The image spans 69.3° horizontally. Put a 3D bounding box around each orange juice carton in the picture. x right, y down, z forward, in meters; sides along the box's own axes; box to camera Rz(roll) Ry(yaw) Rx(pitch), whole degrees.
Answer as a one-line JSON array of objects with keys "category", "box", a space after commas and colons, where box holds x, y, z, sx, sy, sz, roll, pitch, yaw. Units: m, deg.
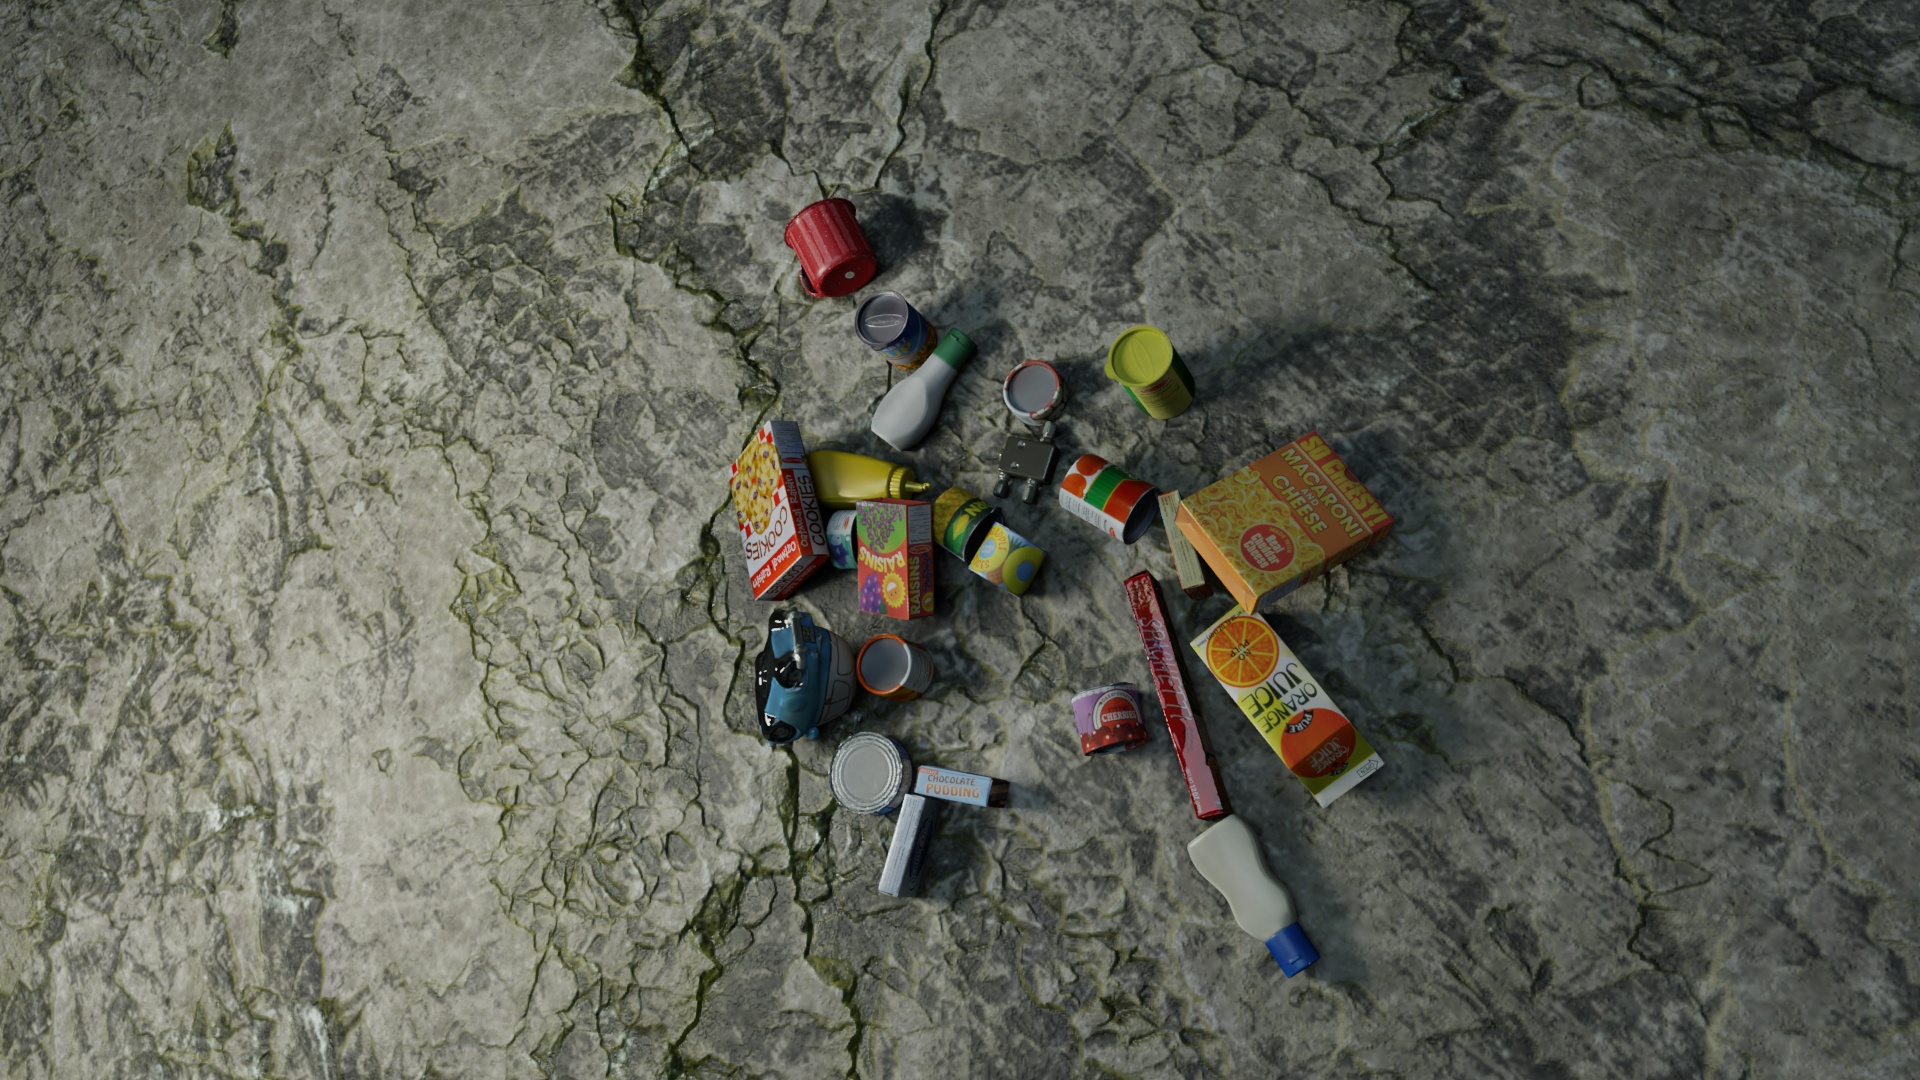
[{"category": "orange juice carton", "box": [0.307, 0.154, 1.306, 0.072, 0.073, 0.193, -40, 65, 8]}]

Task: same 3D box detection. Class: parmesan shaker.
[{"category": "parmesan shaker", "box": [0.195, -0.170, 1.425, 0.071, 0.103, 0.071, -6, 74, 21]}]

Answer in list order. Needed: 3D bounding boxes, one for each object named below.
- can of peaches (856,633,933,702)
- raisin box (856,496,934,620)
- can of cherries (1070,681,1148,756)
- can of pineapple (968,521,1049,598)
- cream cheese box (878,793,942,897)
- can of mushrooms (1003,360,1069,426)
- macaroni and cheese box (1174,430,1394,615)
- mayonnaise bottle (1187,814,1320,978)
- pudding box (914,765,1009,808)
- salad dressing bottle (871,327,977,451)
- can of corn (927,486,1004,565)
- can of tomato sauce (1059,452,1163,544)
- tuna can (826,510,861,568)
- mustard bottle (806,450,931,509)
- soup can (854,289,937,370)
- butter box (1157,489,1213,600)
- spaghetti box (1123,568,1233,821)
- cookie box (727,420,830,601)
[{"category": "can of peaches", "box": [-0.072, 0.136, 1.477, 0.071, 0.058, 0.071, -6, 74, 21]}, {"category": "raisin box", "box": [-0.070, 0.018, 1.483, 0.086, 0.040, 0.123, 6, 100, 46]}, {"category": "can of cherries", "box": [0.147, 0.176, 1.368, 0.071, 0.071, 0.058, -18, 70, 18]}, {"category": "can of pineapple", "box": [0.049, 0.020, 1.452, 0.071, 0.071, 0.058, 29, 89, 26]}, {"category": "cream cheese box", "box": [-0.051, 0.312, 1.422, 0.024, 0.053, 0.104, 12, 81, 23]}, {"category": "can of mushrooms", "box": [0.083, -0.162, 1.508, 0.071, 0.033, 0.071, -6, 73, 22]}, {"category": "macaroni and cheese box", "box": [0.310, -0.019, 1.331, 0.167, 0.040, 0.124, -27, 64, -16]}, {"category": "mayonnaise bottle", "box": [0.275, 0.331, 1.290, 0.064, 0.041, 0.148, -38, 66, 11]}, {"category": "pudding box", "box": [0.001, 0.251, 1.419, 0.084, 0.049, 0.030, 6, 80, 24]}, {"category": "salad dressing bottle", "box": [-0.039, -0.170, 1.556, 0.064, 0.044, 0.147, 38, 91, 28]}, {"category": "can of corn", "box": [0.005, -0.019, 1.482, 0.058, 0.071, 0.071, 34, 90, 27]}, {"category": "can of tomato sauce", "box": [0.155, -0.045, 1.429, 0.083, 0.071, 0.071, 31, 89, 27]}, {"category": "tuna can", "box": [-0.118, 0.001, 1.531, 0.033, 0.071, 0.071, -1, 76, 24]}, {"category": "mustard bottle", "box": [-0.104, -0.063, 1.550, 0.160, 0.049, 0.065, 7, 79, 23]}, {"category": "soup can", "box": [-0.072, -0.233, 1.563, 0.071, 0.083, 0.071, -6, 74, 22]}, {"category": "butter box", "box": [0.225, 0.005, 1.392, 0.024, 0.053, 0.104, -18, 70, 15]}, {"category": "spaghetti box", "box": [0.212, 0.150, 1.360, 0.028, 0.050, 0.251, -21, 69, 15]}, {"category": "cookie box", "box": [-0.205, -0.032, 1.555, 0.122, 0.040, 0.168, -40, 58, 48]}]
